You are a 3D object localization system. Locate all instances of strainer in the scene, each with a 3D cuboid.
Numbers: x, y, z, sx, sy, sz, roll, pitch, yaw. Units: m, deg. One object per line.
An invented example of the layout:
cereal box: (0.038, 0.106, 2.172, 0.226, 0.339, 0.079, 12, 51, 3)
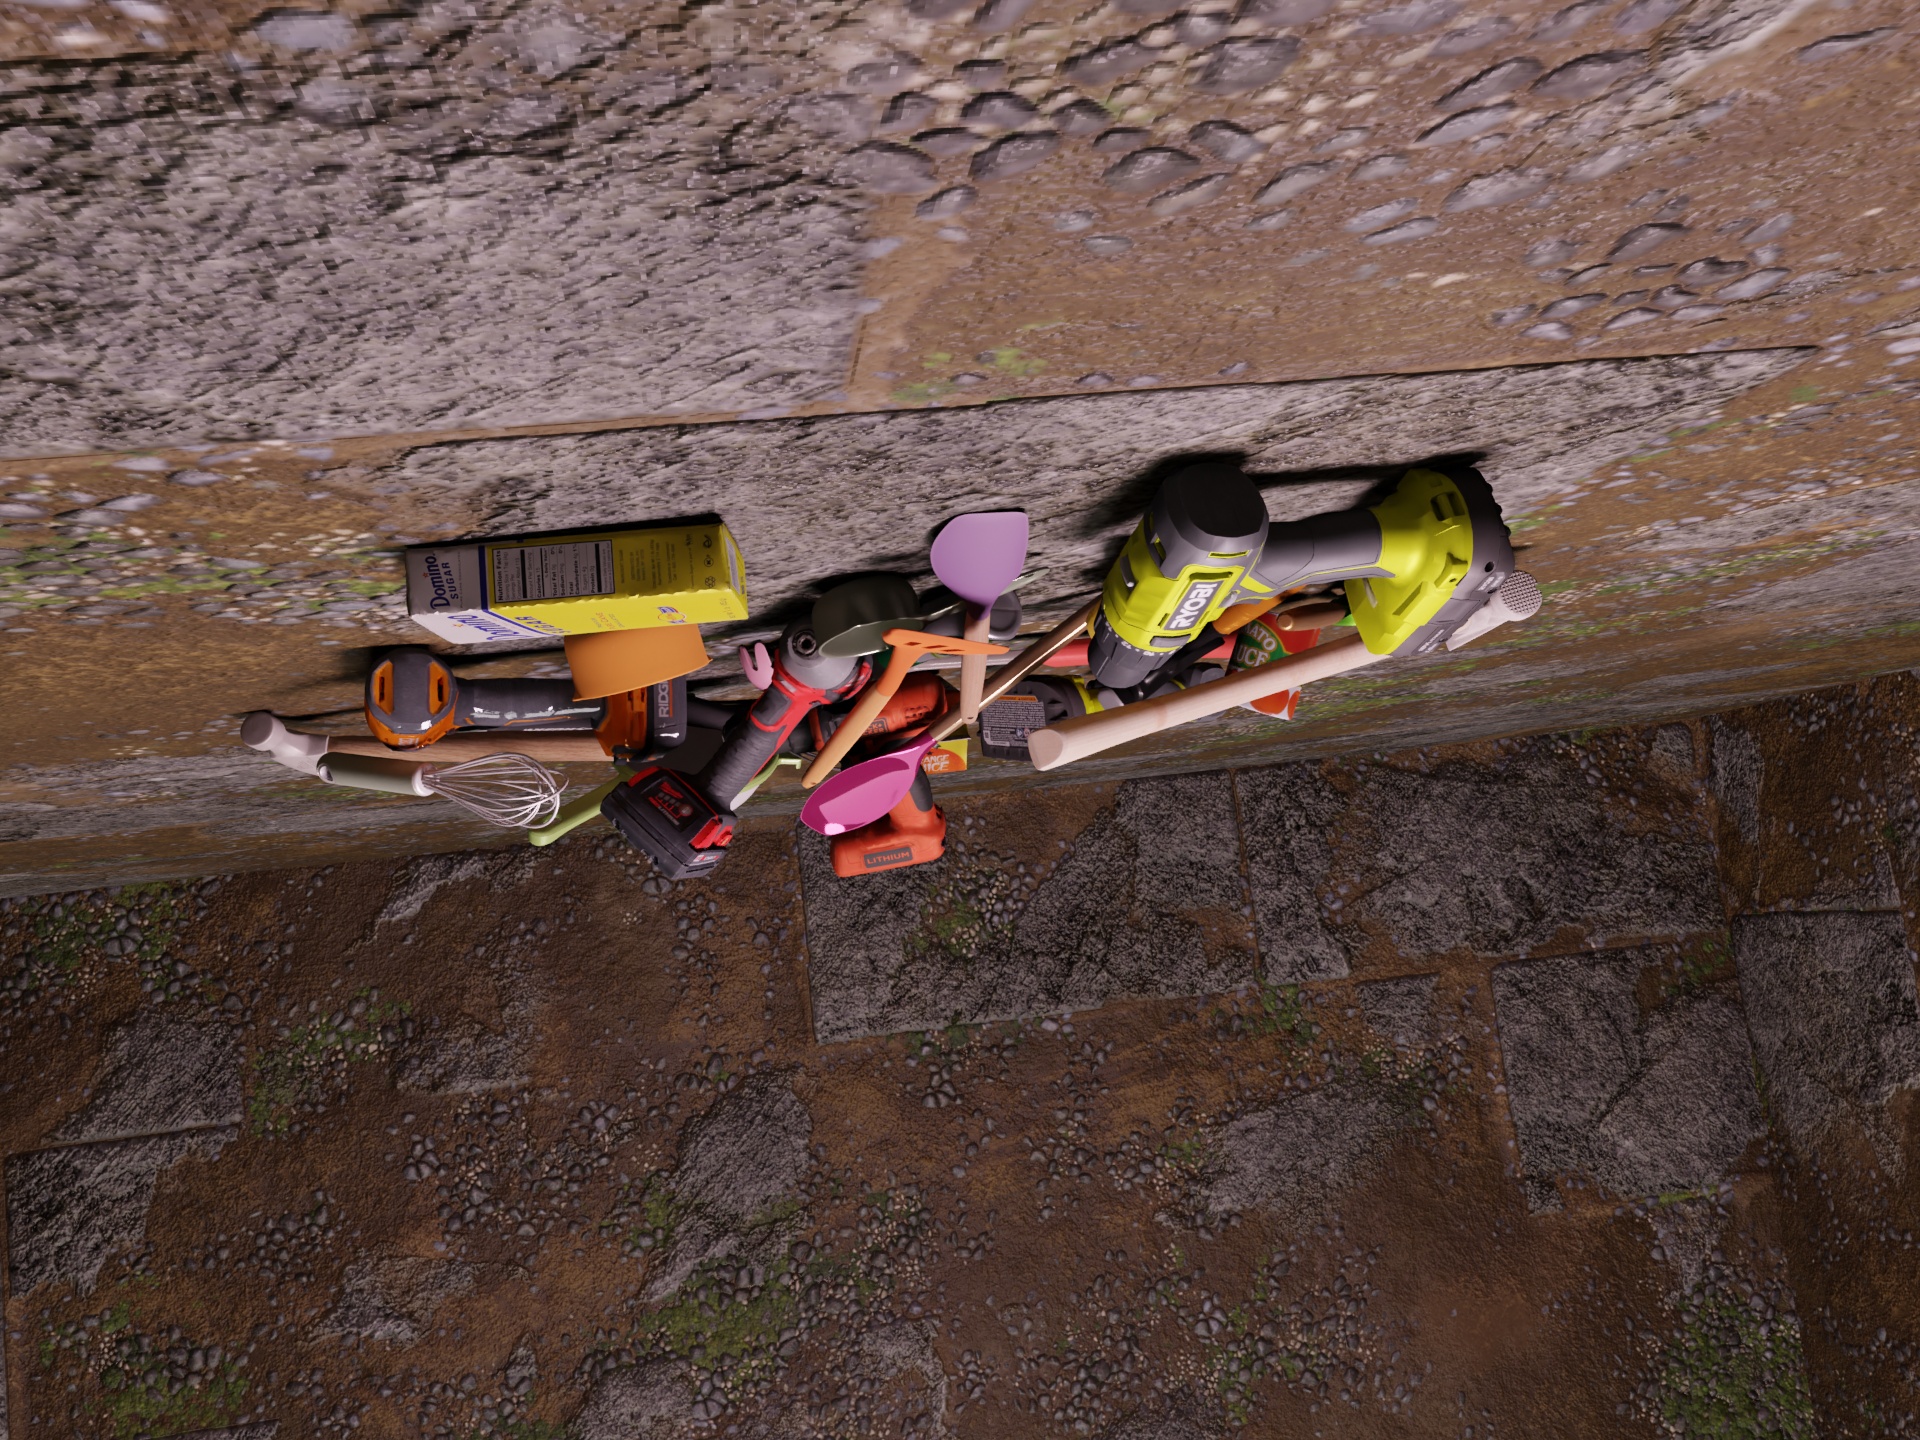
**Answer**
strainer: (-0.269, 0.067, 1.373, 0.152, 0.069, 0.256, 26, -144, 27)

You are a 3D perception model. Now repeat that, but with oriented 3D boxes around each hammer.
hammer: (0.104, -0.062, 1.388, 0.359, 0.037, 0.149, -4, 173, -15)
hammer: (-0.323, 0.000, 1.486, 0.334, 0.035, 0.146, -1, 170, -43)
hammer: (-0.420, 0.024, 1.340, 0.331, 0.031, 0.130, -1, 162, 10)
hammer: (0.213, -0.084, 1.198, 0.127, 0.034, 0.337, -36, 178, -22)
hammer: (0.248, -0.033, 1.265, 0.410, 0.038, 0.146, -17, 173, -10)

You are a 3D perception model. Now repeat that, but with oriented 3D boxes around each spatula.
spatula: (0.009, -0.063, 1.078, 0.060, 0.018, 0.315, -3, 158, -3)
spatula: (-0.063, -0.006, 1.149, 0.081, 0.041, 0.322, 9, 153, -20)

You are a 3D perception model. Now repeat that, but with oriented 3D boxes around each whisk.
whisk: (-0.385, 0.043, 1.166, 0.246, 0.057, 0.059, 5, -151, 30)
whisk: (-0.184, 0.000, 1.395, 0.239, 0.055, 0.055, 11, 176, 11)

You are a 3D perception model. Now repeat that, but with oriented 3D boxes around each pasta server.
pasta server: (-0.155, -0.035, 1.412, 0.060, 0.040, 0.316, -6, 177, -3)

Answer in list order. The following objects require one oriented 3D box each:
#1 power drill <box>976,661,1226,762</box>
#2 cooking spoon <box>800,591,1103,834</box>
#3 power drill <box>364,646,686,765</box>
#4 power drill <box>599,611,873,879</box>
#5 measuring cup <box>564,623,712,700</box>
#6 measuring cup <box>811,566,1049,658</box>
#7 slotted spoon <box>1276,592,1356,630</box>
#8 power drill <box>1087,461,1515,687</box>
power drill: (0.128, -0.016, 1.546, 0.223, 0.080, 0.171, -11, -171, -39)
cooking spoon: (-0.002, -0.004, 1.260, 0.319, 0.017, 0.068, -37, 133, 18)
power drill: (-0.335, -0.010, 1.213, 0.226, 0.084, 0.164, 1, 171, -21)
power drill: (-0.155, 0.011, 1.169, 0.219, 0.078, 0.143, -48, 174, -1)
measuring cup: (-0.230, -0.054, 1.070, 0.095, 0.052, 0.174, -18, -167, -22)
measuring cup: (-0.023, -0.087, 1.078, 0.167, 0.038, 0.083, -20, 168, 9)
slotted spoon: (0.289, -0.084, 1.238, 0.070, 0.031, 0.313, -11, -179, 25)
power drill: (0.195, -0.083, 0.966, 0.228, 0.080, 0.190, -5, 154, -17)
